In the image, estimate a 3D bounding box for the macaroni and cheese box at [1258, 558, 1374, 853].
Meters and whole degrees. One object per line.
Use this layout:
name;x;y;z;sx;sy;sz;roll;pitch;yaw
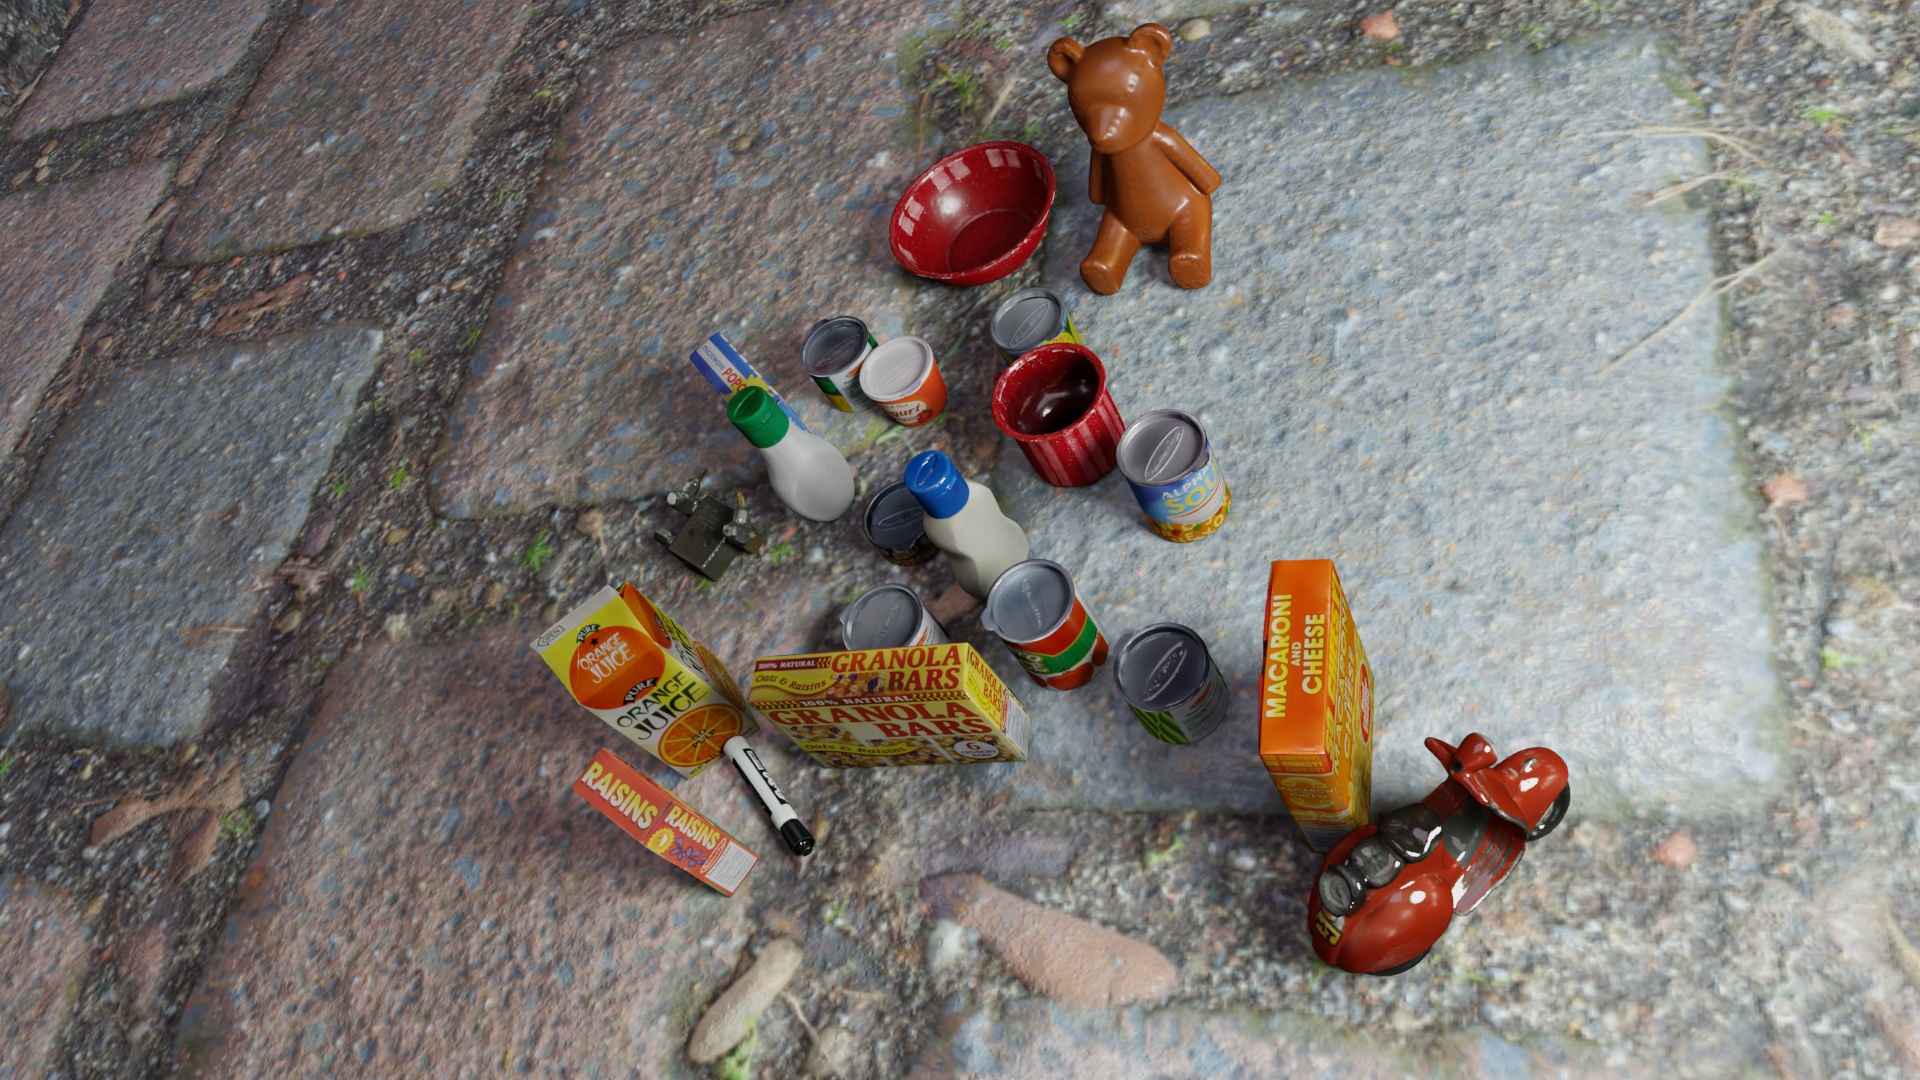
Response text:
macaroni and cheese box;0.217;0.104;0.839;0.040;0.166;0.124;-3;58;24

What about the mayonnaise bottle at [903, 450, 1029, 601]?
mayonnaise bottle;0.004;-0.013;1.030;0.041;0.147;0.065;17;68;33

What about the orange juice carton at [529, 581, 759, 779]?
orange juice carton;-0.238;0.099;1.045;0.072;0.192;0.073;-37;51;0

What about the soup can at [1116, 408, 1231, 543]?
soup can;0.160;-0.045;1.017;0.071;0.083;0.072;-13;55;19

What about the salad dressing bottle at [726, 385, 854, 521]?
salad dressing bottle;-0.138;-0.071;1.137;0.044;0.147;0.064;28;75;36

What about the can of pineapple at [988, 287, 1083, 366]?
can of pineapple;0.065;-0.166;1.159;0.071;0.057;0.071;-12;55;18

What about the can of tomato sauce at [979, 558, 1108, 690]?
can of tomato sauce;0.062;0.063;0.994;0.071;0.083;0.071;-13;55;19

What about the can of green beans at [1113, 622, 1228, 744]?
can of green beans;0.144;0.098;0.948;0.071;0.057;0.071;-12;55;18

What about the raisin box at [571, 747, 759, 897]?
raisin box;-0.212;0.205;1.008;0.086;0.123;0.040;26;74;36

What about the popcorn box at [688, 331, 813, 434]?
popcorn box;-0.180;-0.121;1.231;0.038;0.085;0.127;-41;51;-3

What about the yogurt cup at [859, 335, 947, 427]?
yogurt cup;-0.046;-0.134;1.194;0.072;0.053;0.073;-12;55;18

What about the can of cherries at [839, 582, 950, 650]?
can of cherries;-0.050;0.074;1.057;0.071;0.058;0.072;-12;55;18

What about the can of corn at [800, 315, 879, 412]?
can of corn;-0.101;-0.157;1.233;0.071;0.058;0.071;-12;55;18

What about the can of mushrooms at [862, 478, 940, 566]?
can of mushrooms;-0.043;-0.013;1.126;0.071;0.033;0.071;-12;55;18

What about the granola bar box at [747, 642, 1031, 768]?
granola bar box;-0.048;0.119;0.984;0.165;0.124;0.039;-6;57;23
